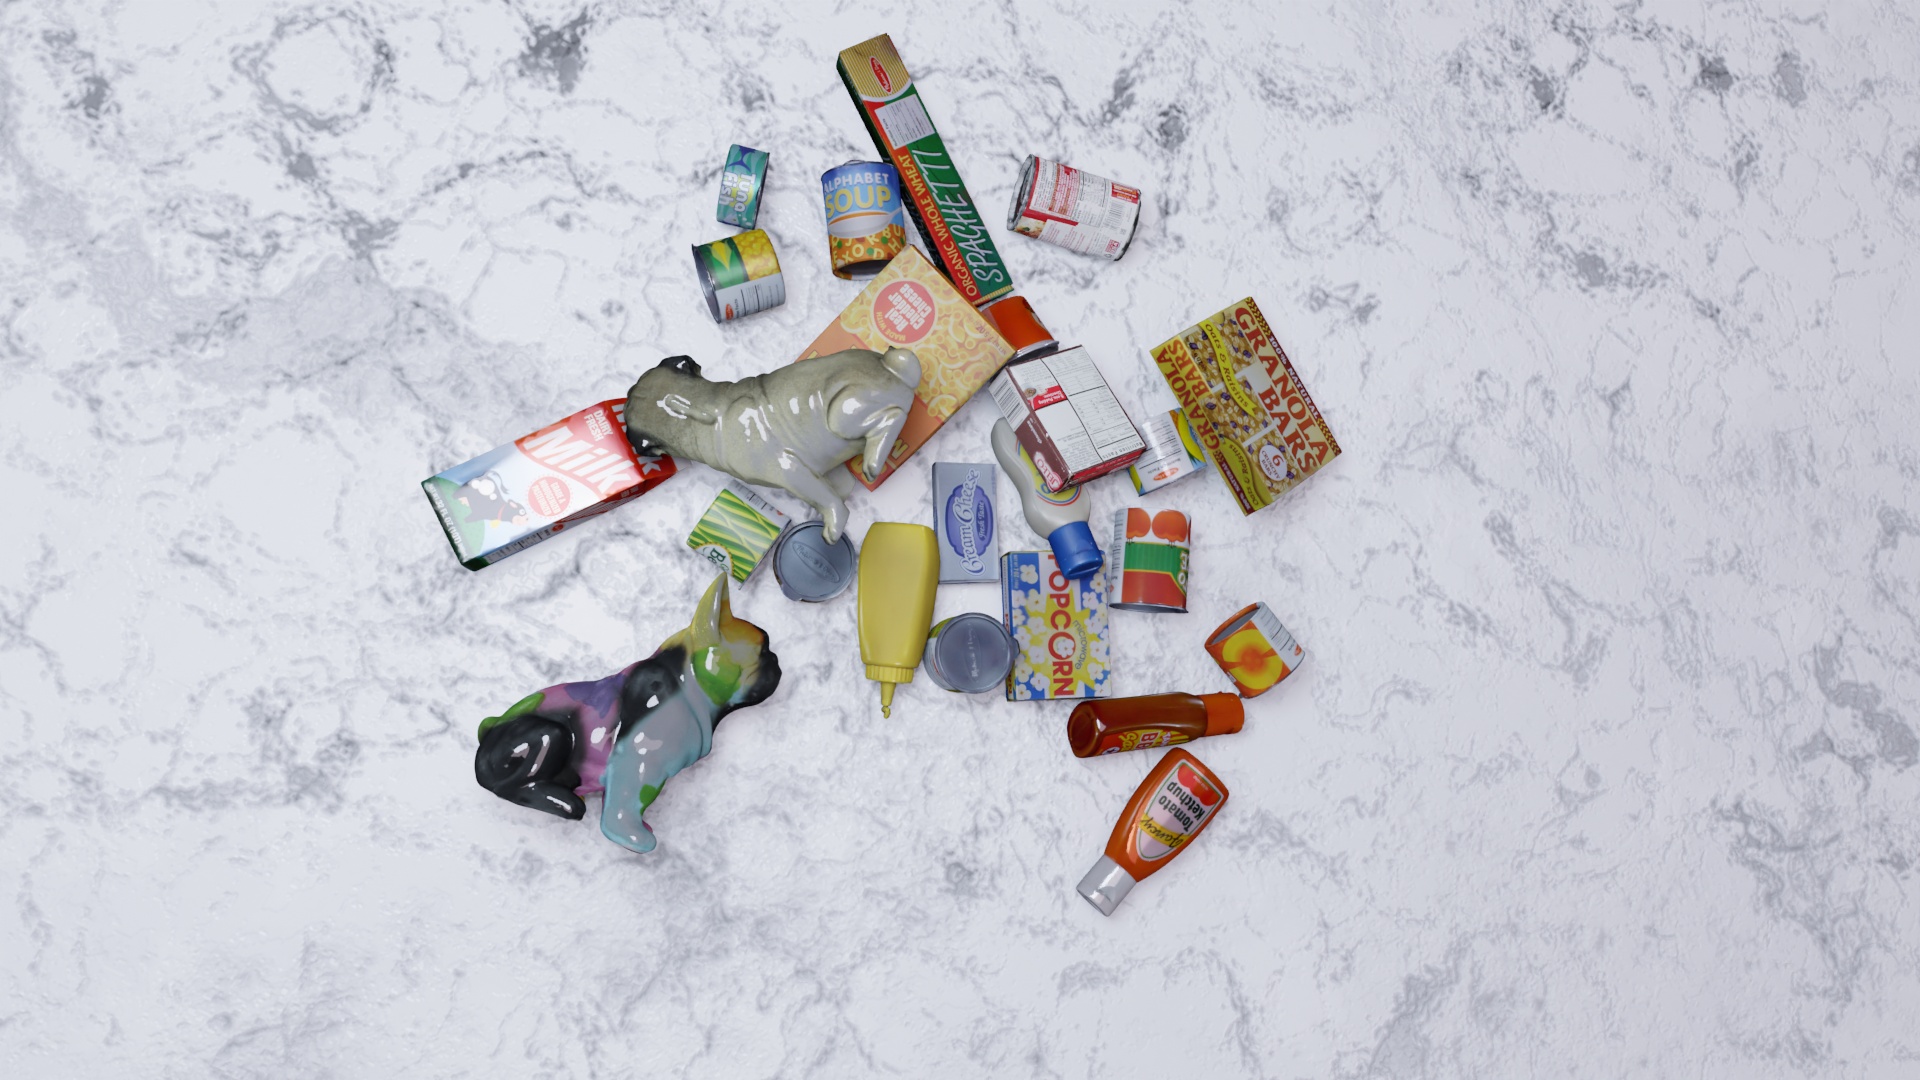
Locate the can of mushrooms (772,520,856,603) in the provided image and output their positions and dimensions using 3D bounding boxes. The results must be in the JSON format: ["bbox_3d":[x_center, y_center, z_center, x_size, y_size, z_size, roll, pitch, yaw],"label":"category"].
[{"bbox_3d":[-0.122,0.020,1.143,0.071,0.033,0.071,1,83,-13],"label":"can of mushrooms"}]

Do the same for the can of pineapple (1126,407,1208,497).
[{"bbox_3d":[0.173,-0.077,1.203,0.071,0.071,0.058,-24,89,-13],"label":"can of pineapple"}]

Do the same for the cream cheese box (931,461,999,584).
[{"bbox_3d":[0.004,-0.015,1.179,0.053,0.024,0.104,0,83,-12],"label":"cream cheese box"}]

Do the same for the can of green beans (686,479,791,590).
[{"bbox_3d":[-0.179,-0.007,1.118,0.058,0.071,0.071,36,78,-5],"label":"can of green beans"}]

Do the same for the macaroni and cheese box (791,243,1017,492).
[{"bbox_3d":[-0.055,-0.141,1.142,0.166,0.040,0.123,-44,93,11],"label":"macaroni and cheese box"}]

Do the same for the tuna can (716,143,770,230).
[{"bbox_3d":[-0.180,-0.292,1.149,0.033,0.071,0.071,12,81,-9],"label":"tuna can"}]

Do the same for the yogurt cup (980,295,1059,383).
[{"bbox_3d":[0.043,-0.173,1.187,0.072,0.072,0.054,-24,81,-14],"label":"yogurt cup"}]

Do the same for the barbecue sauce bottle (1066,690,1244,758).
[{"bbox_3d":[0.168,0.153,1.177,0.149,0.064,0.044,-3,62,-21],"label":"barbecue sauce bottle"}]

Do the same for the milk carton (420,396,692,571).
[{"bbox_3d":[-0.312,-0.050,1.090,0.191,0.073,0.072,-26,89,-14],"label":"milk carton"}]

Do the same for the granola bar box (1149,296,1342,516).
[{"bbox_3d":[0.251,-0.120,1.211,0.125,0.039,0.165,-31,91,-41],"label":"granola bar box"}]

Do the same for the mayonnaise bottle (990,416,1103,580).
[{"bbox_3d":[0.077,-0.040,1.167,0.065,0.041,0.148,-14,67,-18],"label":"mayonnaise bottle"}]

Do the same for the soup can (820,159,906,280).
[{"bbox_3d":[-0.081,-0.268,1.167,0.071,0.071,0.084,-6,85,-13],"label":"soup can"}]

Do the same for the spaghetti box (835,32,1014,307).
[{"bbox_3d":[-0.031,-0.316,1.205,0.050,0.028,0.250,-26,89,-14],"label":"spaghetti box"}]

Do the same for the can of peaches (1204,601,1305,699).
[{"bbox_3d":[0.251,0.095,1.198,0.071,0.071,0.058,-39,93,-13],"label":"can of peaches"}]

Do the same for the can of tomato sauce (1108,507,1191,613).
[{"bbox_3d":[0.164,0.018,1.188,0.071,0.071,0.083,6,82,-11],"label":"can of tomato sauce"}]

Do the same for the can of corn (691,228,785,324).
[{"bbox_3d":[-0.183,-0.220,1.143,0.058,0.071,0.071,-19,88,-14],"label":"can of corn"}]

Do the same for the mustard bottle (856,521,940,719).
[{"bbox_3d":[-0.055,0.066,1.141,0.065,0.049,0.160,5,85,16],"label":"mustard bottle"}]

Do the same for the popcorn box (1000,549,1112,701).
[{"bbox_3d":[0.081,0.072,1.177,0.085,0.038,0.127,-1,84,-13],"label":"popcorn box"}]

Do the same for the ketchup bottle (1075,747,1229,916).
[{"bbox_3d":[0.158,0.248,1.171,0.064,0.043,0.149,44,77,-5],"label":"ketchup bottle"}]

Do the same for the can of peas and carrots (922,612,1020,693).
[{"bbox_3d":[0.008,0.093,1.149,0.071,0.058,0.071,1,83,-13],"label":"can of peas and carrots"}]
